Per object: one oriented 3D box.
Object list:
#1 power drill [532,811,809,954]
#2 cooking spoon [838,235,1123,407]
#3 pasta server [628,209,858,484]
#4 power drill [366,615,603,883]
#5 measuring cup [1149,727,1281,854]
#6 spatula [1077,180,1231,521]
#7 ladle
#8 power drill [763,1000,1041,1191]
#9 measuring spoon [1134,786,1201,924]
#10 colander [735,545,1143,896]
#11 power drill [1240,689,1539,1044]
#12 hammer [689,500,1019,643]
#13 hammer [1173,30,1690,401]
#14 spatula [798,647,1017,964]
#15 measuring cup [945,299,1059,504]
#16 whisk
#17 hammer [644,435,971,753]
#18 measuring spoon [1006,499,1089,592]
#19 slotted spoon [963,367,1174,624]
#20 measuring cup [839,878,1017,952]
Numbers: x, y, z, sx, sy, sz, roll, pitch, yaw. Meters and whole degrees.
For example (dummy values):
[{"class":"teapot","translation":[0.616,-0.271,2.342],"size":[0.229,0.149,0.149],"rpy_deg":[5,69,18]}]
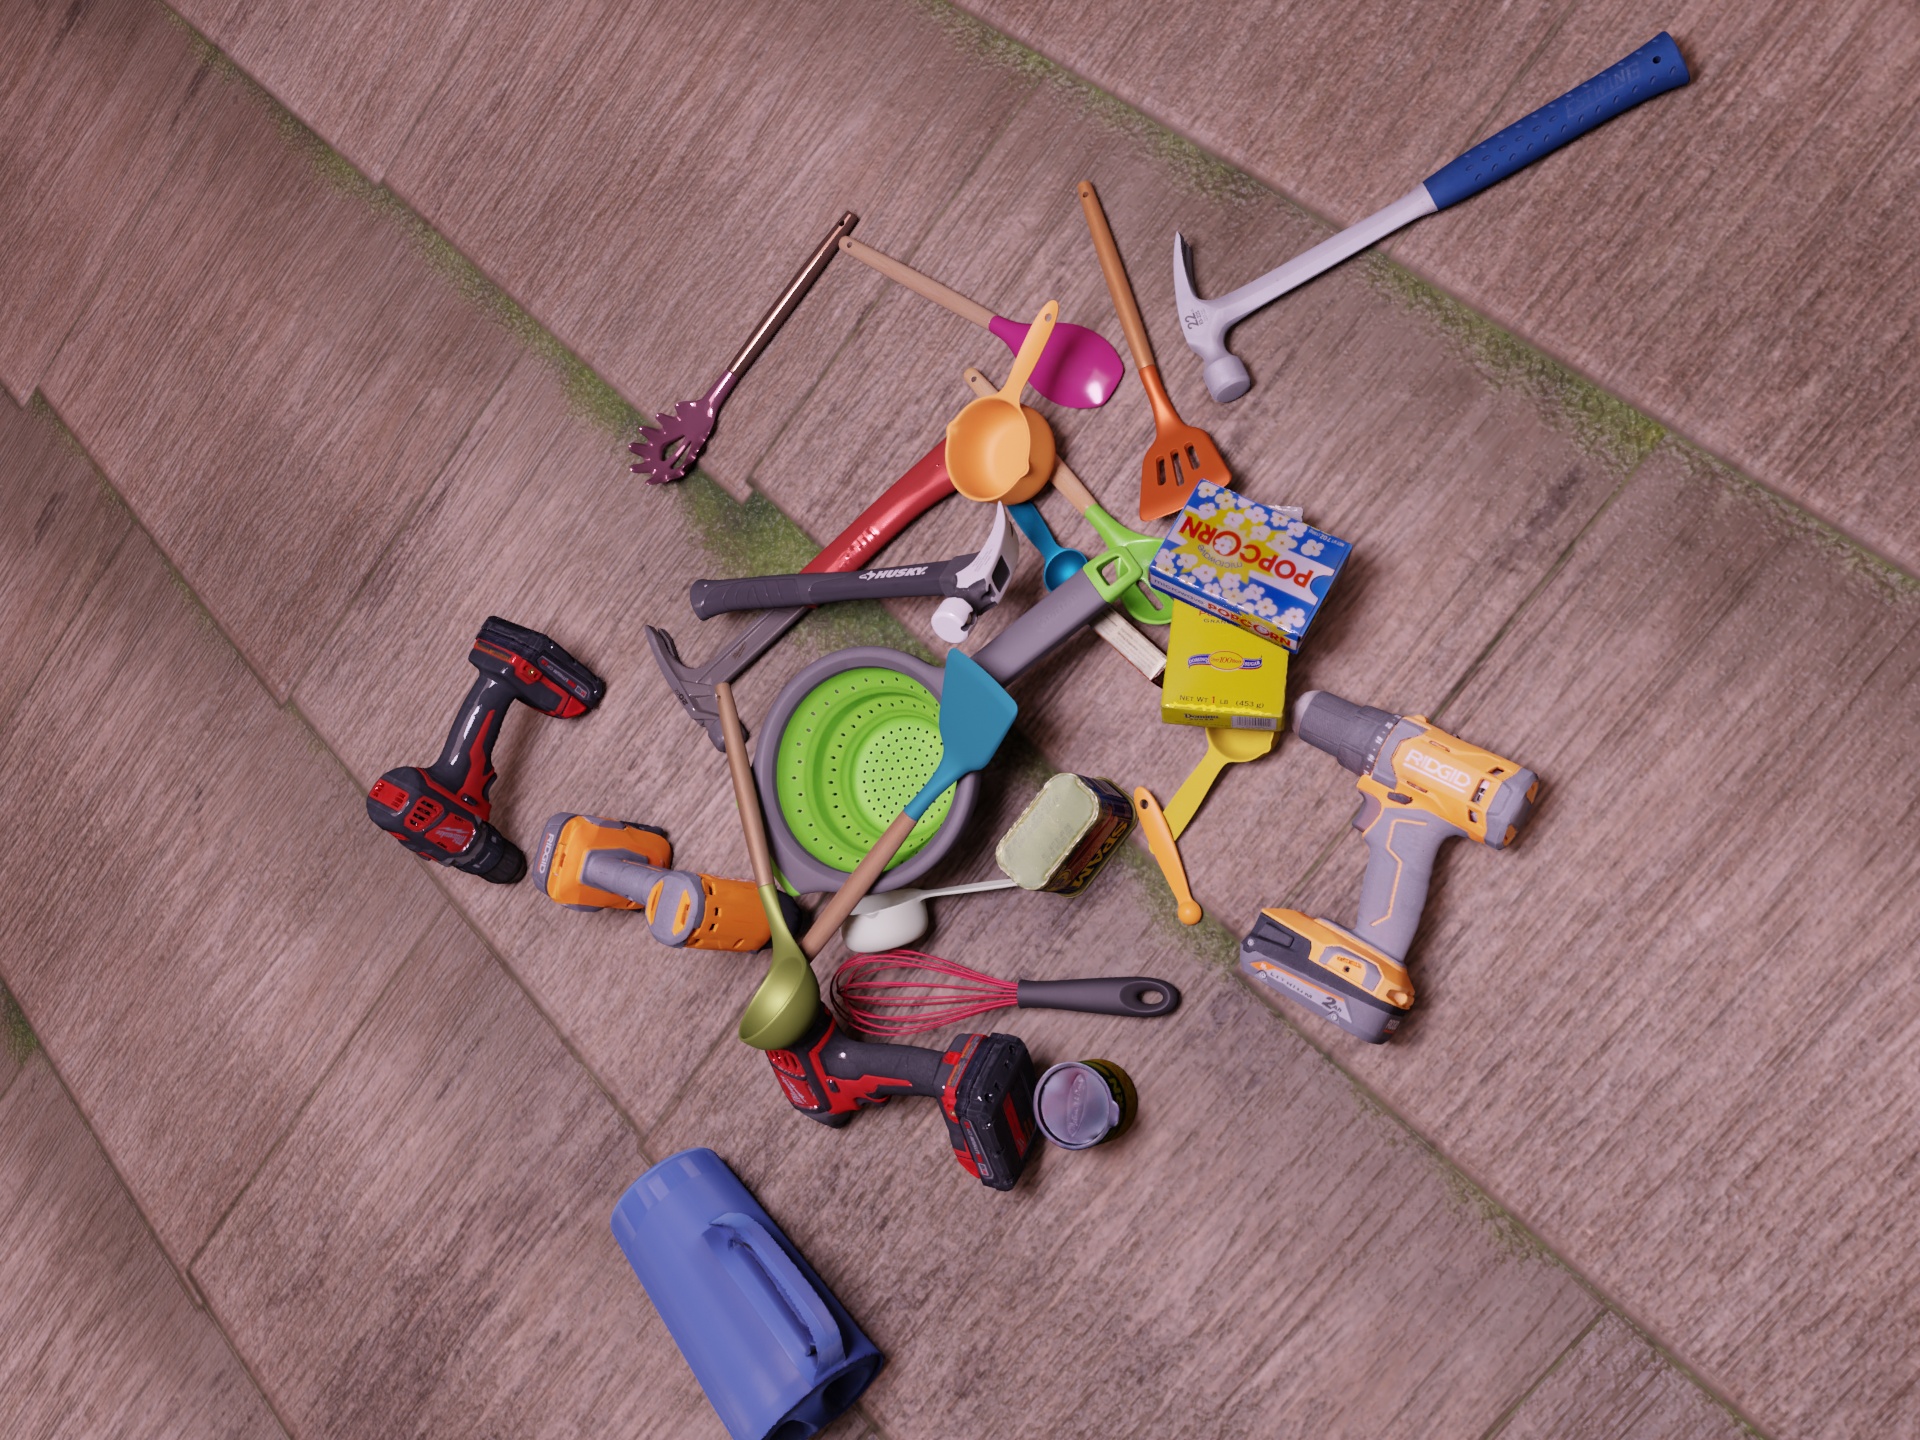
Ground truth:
[{"class":"power drill","translation":[-0.248,0.148,1.392],"size":[0.227,0.164,0.084],"rpy_deg":[15,89,39]},{"class":"cooking spoon","translation":[0.010,-0.361,1.402],"size":[0.319,0.017,0.069],"rpy_deg":[34,97,25]},{"class":"pasta server","translation":[-0.200,-0.349,1.493],"size":[0.060,0.040,0.316],"rpy_deg":[42,100,12]},{"class":"power drill","translation":[-0.433,0.038,1.495],"size":[0.080,0.187,0.227],"rpy_deg":[19,73,32]},{"class":"measuring cup","translation":[0.198,0.043,1.254],"size":[0.062,0.029,0.156],"rpy_deg":[42,113,25]},{"class":"spatula","translation":[0.145,-0.315,1.318],"size":[0.081,0.041,0.323],"rpy_deg":[-23,72,22]},{"class":"ladle","translation":[-0.172,0.110,1.286],"size":[0.078,0.062,0.320],"rpy_deg":[-36,60,38]},{"class":"power drill","translation":[-0.049,0.297,1.278],"size":[0.220,0.143,0.079],"rpy_deg":[7,44,27]},{"class":"measuring spoon","translation":[0.161,0.107,1.256],"size":[0.021,0.011,0.117],"rpy_deg":[-28,77,33]},{"class":"colander","translation":[-0.002,-0.004,1.312],"size":[0.397,0.094,0.205],"rpy_deg":[-38,70,16]},{"class":"power drill","translation":[0.289,0.098,1.168],"size":[0.185,0.084,0.226],"rpy_deg":[29,92,29]},{"class":"hammer","translation":[-0.100,-0.117,1.346],"size":[0.335,0.035,0.146],"rpy_deg":[-1,42,36]},{"class":"hammer","translation":[0.351,-0.406,1.233],"size":[0.405,0.035,0.144],"rpy_deg":[-27,72,20]},{"class":"spatula","translation":[-0.061,0.092,1.252],"size":[0.082,0.044,0.317],"rpy_deg":[44,104,31]},{"class":"measuring cup","translation":[0.054,-0.260,1.318],"size":[0.095,0.052,0.173],"rpy_deg":[34,107,33]},{"class":"whisk","translation":[0.031,0.222,1.288],"size":[0.296,0.073,0.073],"rpy_deg":[-2,82,19]},{"class":"hammer","translation":[-0.128,-0.137,1.428],"size":[0.359,0.036,0.149],"rpy_deg":[-41,67,16]},{"class":"measuring spoon","translation":[0.073,-0.152,1.346],"size":[0.042,0.021,0.129],"rpy_deg":[-41,58,16]},{"class":"slotted spoon","translation":[0.096,-0.195,1.332],"size":[0.070,0.031,0.314],"rpy_deg":[-44,65,12]},{"class":"measuring cup","translation":[-0.020,0.161,1.323],"size":[0.167,0.083,0.038],"rpy_deg":[-10,95,8]}]
